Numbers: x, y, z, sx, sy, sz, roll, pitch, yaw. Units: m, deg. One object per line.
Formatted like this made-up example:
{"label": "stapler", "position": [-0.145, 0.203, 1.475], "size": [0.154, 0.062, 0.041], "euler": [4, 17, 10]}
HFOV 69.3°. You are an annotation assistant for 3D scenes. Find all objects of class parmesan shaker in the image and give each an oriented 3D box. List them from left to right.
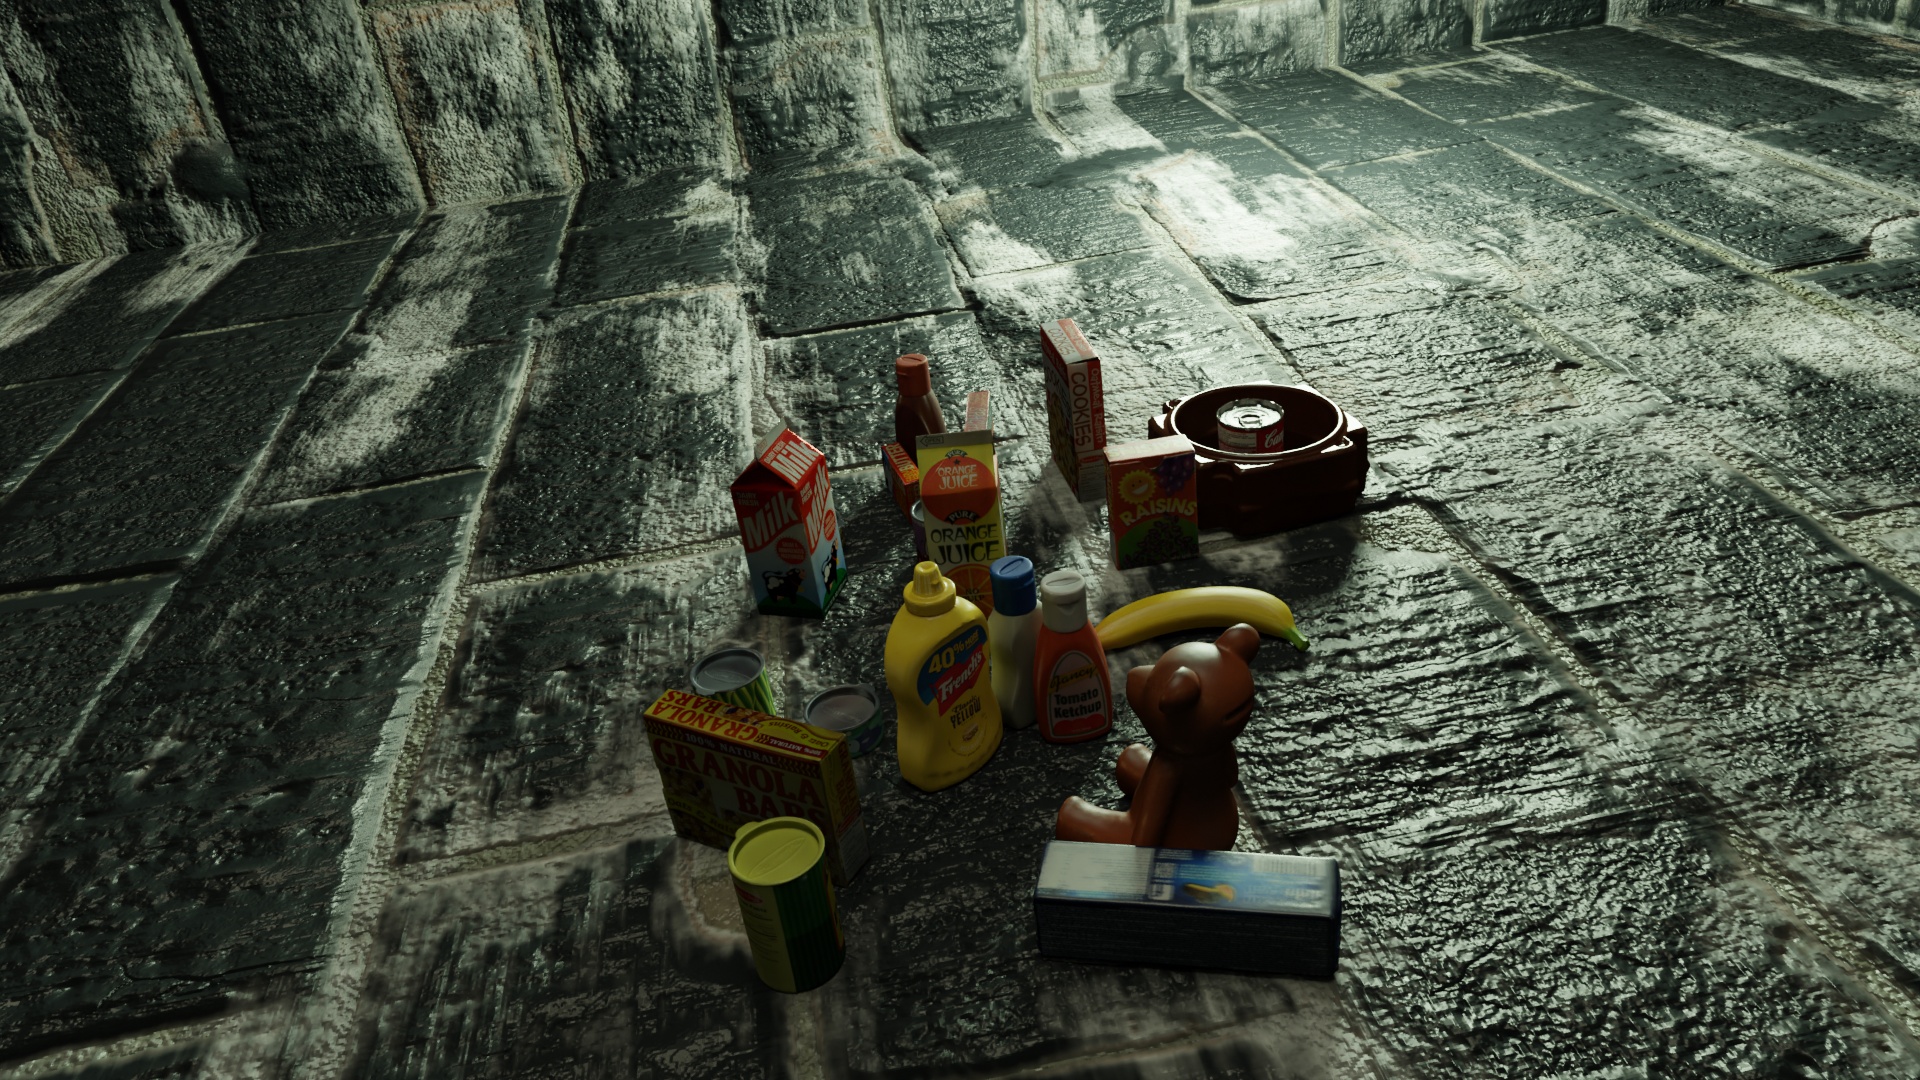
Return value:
{"label": "parmesan shaker", "position": [-0.121, 0.252, 0.965], "size": [0.071, 0.102, 0.071], "euler": [-6, 30, 3]}

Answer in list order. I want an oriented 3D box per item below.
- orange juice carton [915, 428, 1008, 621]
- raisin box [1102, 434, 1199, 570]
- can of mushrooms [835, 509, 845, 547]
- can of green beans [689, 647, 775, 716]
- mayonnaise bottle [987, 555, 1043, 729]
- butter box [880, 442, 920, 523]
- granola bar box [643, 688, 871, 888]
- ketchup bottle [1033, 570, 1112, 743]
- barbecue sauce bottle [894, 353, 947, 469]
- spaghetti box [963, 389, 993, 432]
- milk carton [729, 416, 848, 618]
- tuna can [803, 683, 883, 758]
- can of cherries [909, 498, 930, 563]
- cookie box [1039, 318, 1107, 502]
{"label": "orange juice carton", "position": [0.005, -0.016, 1.307], "size": [0.072, 0.191, 0.073], "euler": [-6, 30, 4]}
{"label": "raisin box", "position": [0.188, -0.037, 1.370], "size": [0.086, 0.122, 0.040], "euler": [-9, 30, -2]}
{"label": "can of mushrooms", "position": [-0.156, -0.006, 1.485], "size": [0.071, 0.033, 0.071], "euler": [-6, 30, 3]}
{"label": "can of green beans", "position": [-0.200, 0.136, 1.225], "size": [0.071, 0.057, 0.071], "euler": [-6, 30, 3]}
{"label": "mayonnaise bottle", "position": [0.050, 0.084, 1.169], "size": [0.041, 0.147, 0.065], "euler": [20, 40, 39]}
{"label": "butter box", "position": [-0.062, -0.065, 1.544], "size": [0.024, 0.053, 0.104], "euler": [-15, 31, -12]}
{"label": "granola bar box", "position": [-0.156, 0.188, 1.060], "size": [0.165, 0.123, 0.039], "euler": [10, 34, 27]}
{"label": "ketchup bottle", "position": [0.089, 0.096, 1.140], "size": [0.065, 0.148, 0.044], "euler": [-10, 30, -4]}
{"label": "barbecue sauce bottle", "position": [-0.046, -0.136, 1.568], "size": [0.065, 0.147, 0.044], "euler": [16, 37, 35]}
{"label": "spaghetti box", "position": [0.019, -0.098, 1.586], "size": [0.029, 0.050, 0.251], "euler": [-4, 30, 6]}
{"label": "milk carton", "position": [-0.169, -0.022, 1.358], "size": [0.073, 0.189, 0.073], "euler": [3, 31, 18]}
{"label": "tuna can", "position": [-0.098, 0.155, 1.195], "size": [0.071, 0.032, 0.071], "euler": [-6, 30, 3]}
{"label": "can of cherries", "position": [-0.015, -0.008, 1.431], "size": [0.071, 0.058, 0.072], "euler": [-6, 30, 3]}
{"label": "cookie box", "position": [0.126, -0.144, 1.525], "size": [0.040, 0.166, 0.123], "euler": [-11, 30, -6]}
